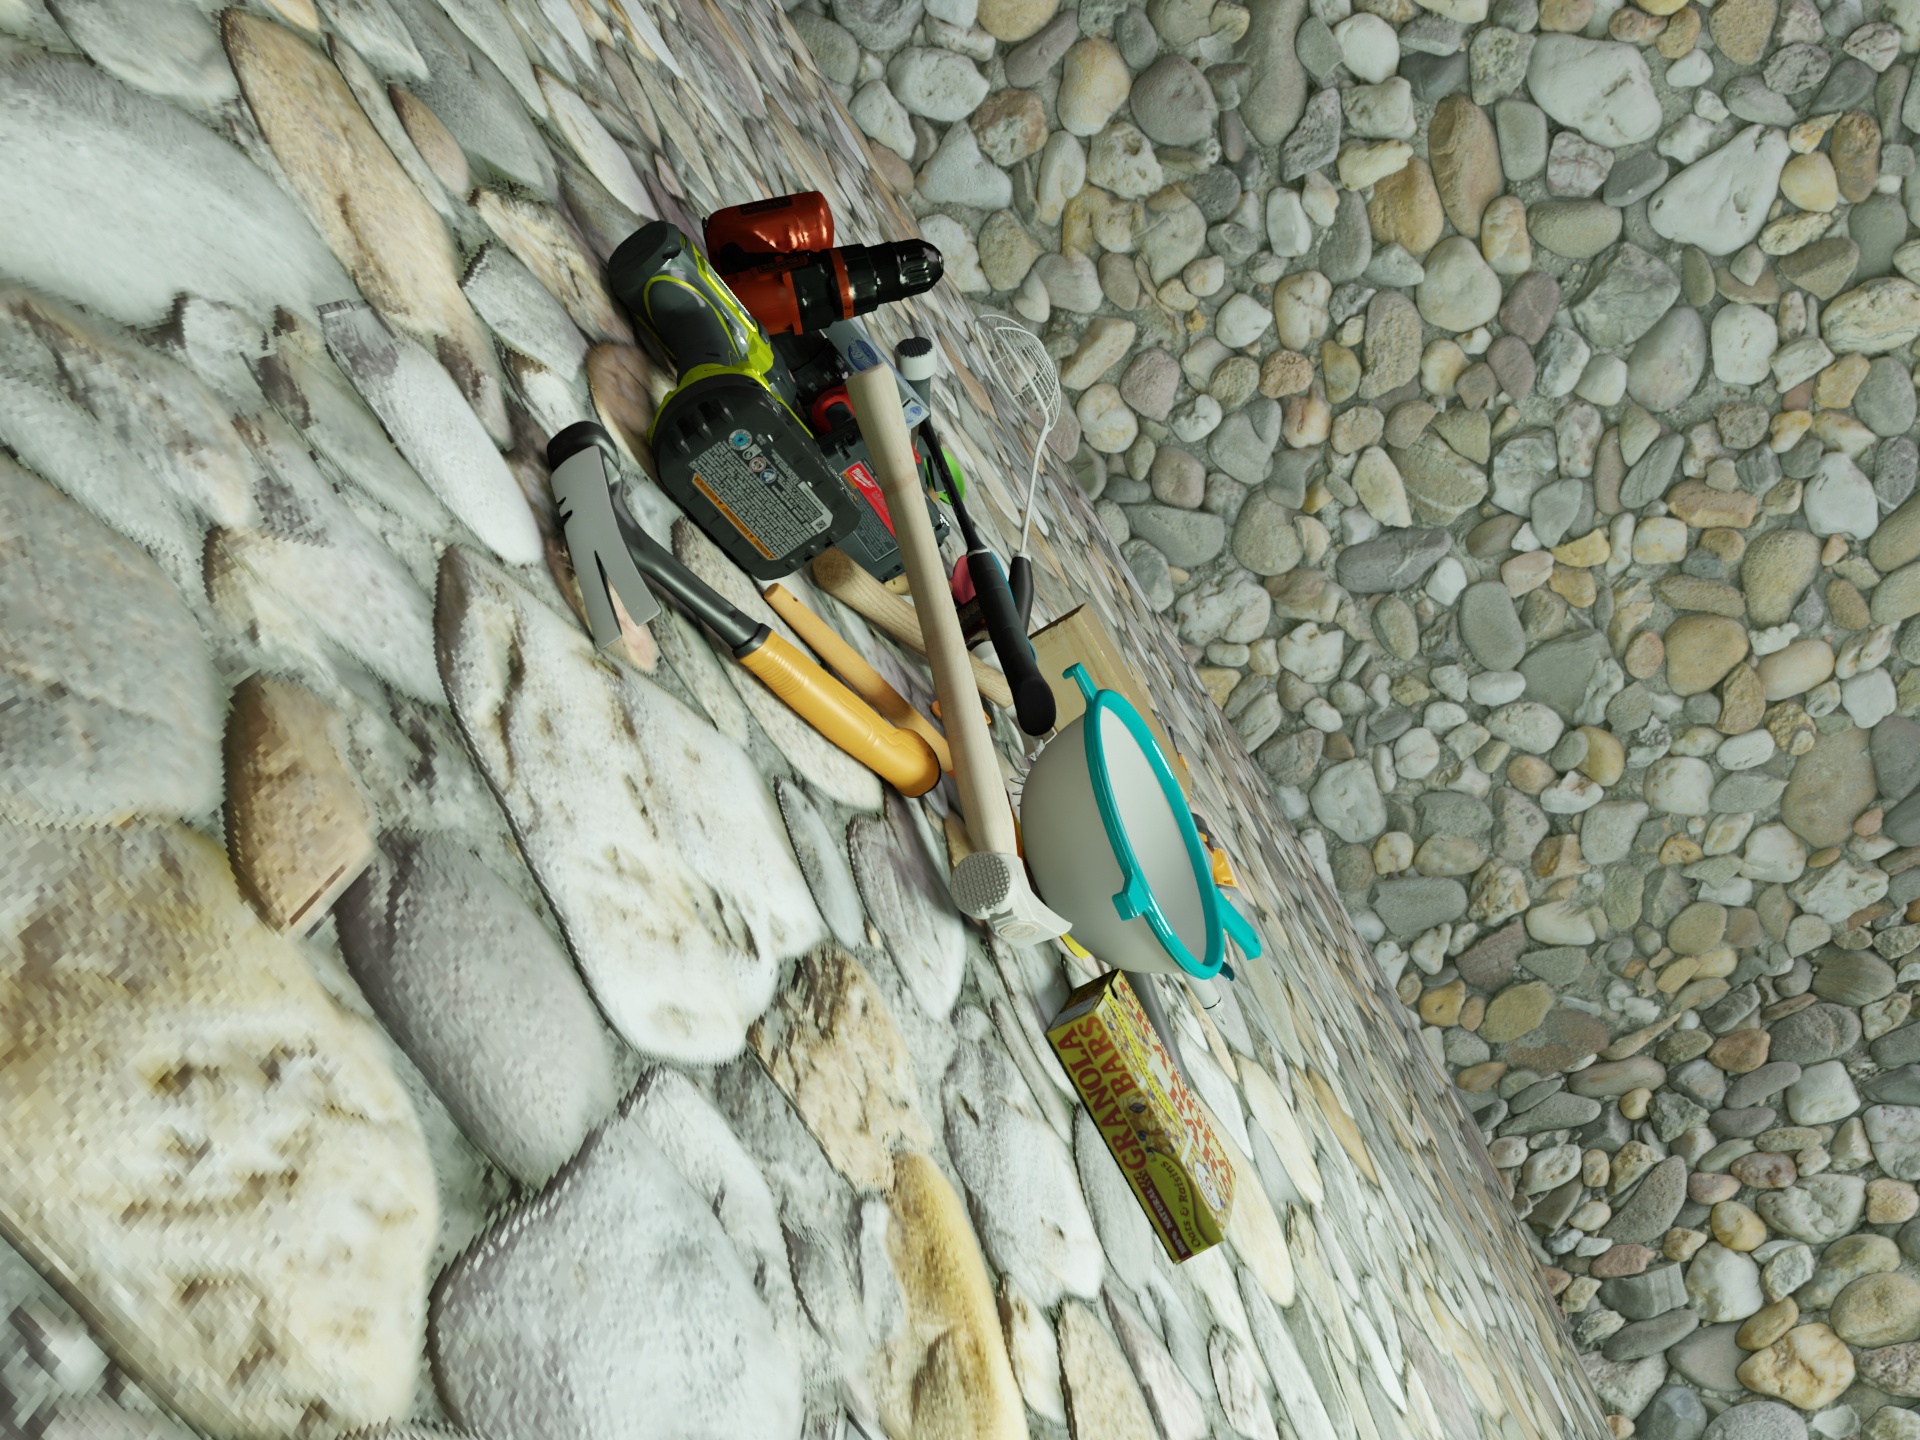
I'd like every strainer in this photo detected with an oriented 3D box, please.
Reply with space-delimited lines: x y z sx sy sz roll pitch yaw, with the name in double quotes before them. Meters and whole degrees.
"strainer" 0.128 0.119 1.156 0.340 0.095 0.211 45 28 -51
"strainer" 0.168 0.170 1.381 0.258 0.050 0.087 56 -18 -17

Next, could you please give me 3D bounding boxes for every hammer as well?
"hammer" -0.096 -0.026 0.858 0.336 0.034 0.127 42 21 -53
"hammer" 0.008 -0.140 1.287 0.149 0.036 0.409 85 -10 -46
"hammer" -0.015 -0.054 1.206 0.130 0.031 0.331 55 11 30
"hammer" -0.010 -0.053 1.034 0.146 0.038 0.411 44 29 -64

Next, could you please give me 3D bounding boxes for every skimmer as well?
"skimmer" 0.035 -0.208 1.486 0.127 0.090 0.363 65 31 -69

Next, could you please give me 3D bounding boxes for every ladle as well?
"ladle" -0.019 -0.113 1.356 0.315 0.031 0.069 -12 84 -74

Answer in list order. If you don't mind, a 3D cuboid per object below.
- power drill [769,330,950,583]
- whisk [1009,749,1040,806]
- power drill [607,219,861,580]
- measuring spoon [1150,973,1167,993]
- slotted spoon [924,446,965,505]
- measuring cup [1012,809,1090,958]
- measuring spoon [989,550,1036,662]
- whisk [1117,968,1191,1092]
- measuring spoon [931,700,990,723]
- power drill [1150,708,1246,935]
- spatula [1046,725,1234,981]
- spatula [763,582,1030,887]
"power drill" -0.091 -0.222 1.226 0.187 0.080 0.227 52 12 -29
"whisk" 0.085 0.048 1.318 0.070 0.070 0.284 60 7 2
"power drill" -0.137 -0.195 0.991 0.171 0.080 0.223 47 15 -42
"measuring spoon" 0.155 0.207 1.342 0.034 0.018 0.124 52 6 -1
"slotted spoon" -0.033 -0.214 1.532 0.070 0.031 0.314 56 15 -12
"measuring cup" 0.066 0.102 1.188 0.156 0.029 0.062 63 13 6
"measuring spoon" 0.033 -0.090 1.322 0.042 0.021 0.129 29 35 -42
"whisk" 0.127 0.188 1.211 0.055 0.055 0.239 39 29 -57
"measuring spoon" -0.002 -0.004 1.223 0.021 0.011 0.117 52 14 13
"power drill" 0.227 0.099 1.700 0.226 0.084 0.185 58 12 -26
"spatula" 0.151 0.109 1.467 0.317 0.044 0.082 60 9 5
"spatula" -0.027 0.019 1.047 0.322 0.041 0.081 45 21 -35
